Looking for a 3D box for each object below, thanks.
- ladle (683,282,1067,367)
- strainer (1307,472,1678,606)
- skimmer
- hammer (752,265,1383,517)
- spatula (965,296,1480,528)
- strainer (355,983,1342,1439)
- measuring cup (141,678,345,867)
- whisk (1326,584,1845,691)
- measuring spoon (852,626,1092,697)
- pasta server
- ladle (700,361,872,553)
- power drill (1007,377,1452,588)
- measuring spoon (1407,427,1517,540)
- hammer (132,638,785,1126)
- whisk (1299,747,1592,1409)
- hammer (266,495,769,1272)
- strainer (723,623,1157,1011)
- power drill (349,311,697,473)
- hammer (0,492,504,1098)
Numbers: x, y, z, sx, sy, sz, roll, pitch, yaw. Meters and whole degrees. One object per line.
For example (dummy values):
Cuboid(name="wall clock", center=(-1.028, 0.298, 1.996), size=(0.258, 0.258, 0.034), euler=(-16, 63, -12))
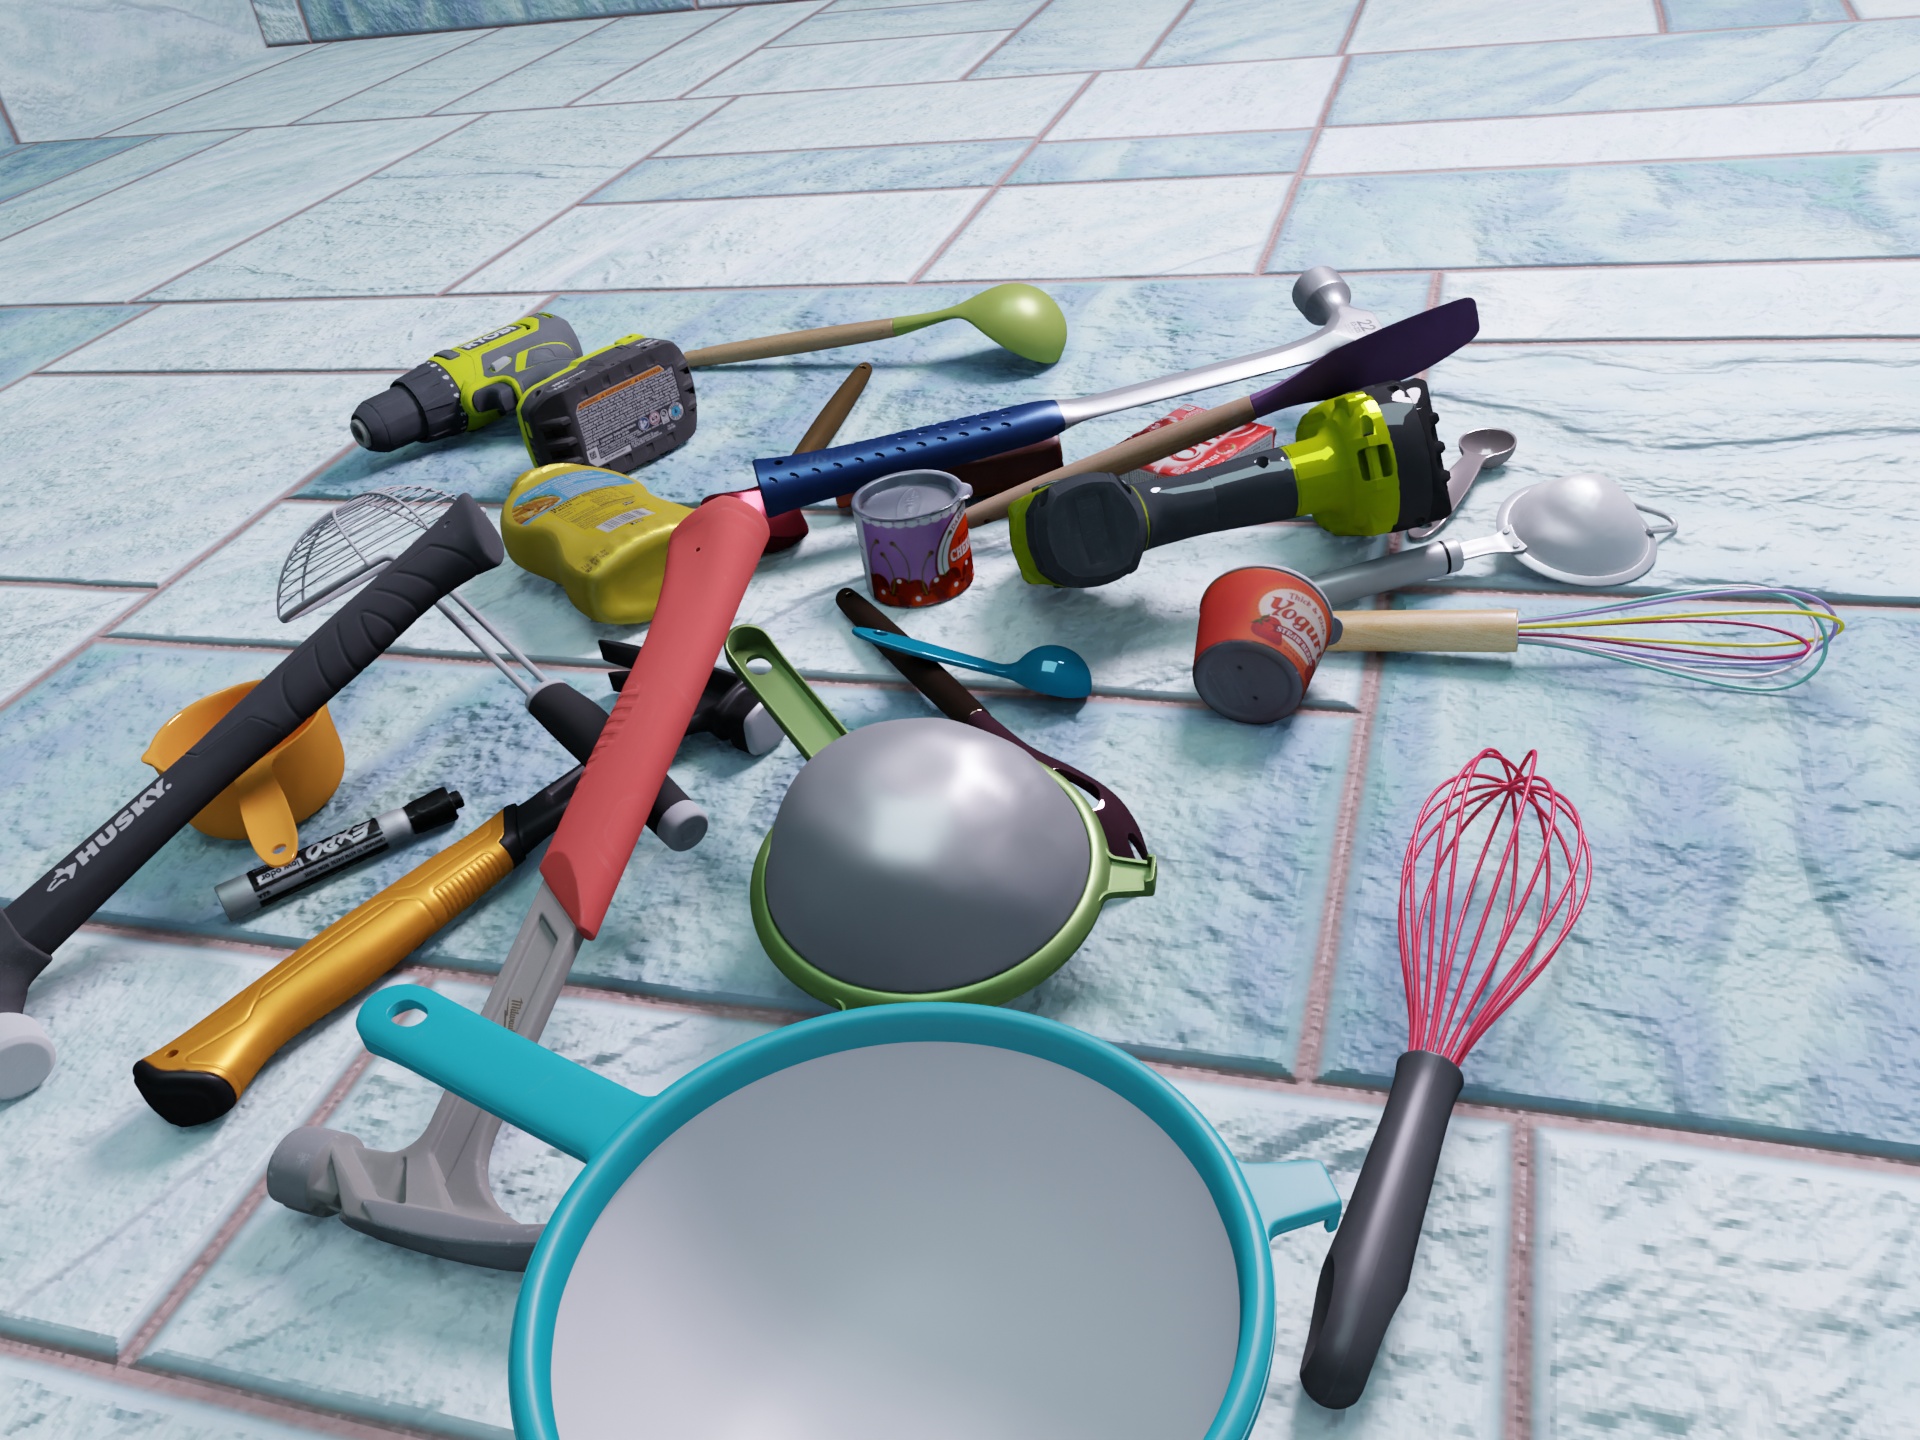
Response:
Cuboid(name="ladle", center=(-0.072, -0.293, 1.248), size=(0.320, 0.062, 0.078), euler=(-3, 24, 20))
Cuboid(name="strainer", center=(0.274, -0.092, 0.865), size=(0.258, 0.050, 0.087), euler=(-16, 49, -4))
Cuboid(name="skimmer", center=(-0.238, -0.024, 0.824), size=(0.127, 0.090, 0.364), euler=(-35, 53, -25))
Cuboid(name="hammer", center=(0.073, -0.190, 0.987), size=(0.405, 0.035, 0.144), euler=(-15, 47, -5))
Cuboid(name="spatula", center=(0.148, -0.173, 0.932), size=(0.316, 0.059, 0.018), euler=(-20, 64, 14))
Cuboid(name="strainer", center=(-0.068, 0.173, 0.499), size=(0.340, 0.095, 0.211), euler=(16, 40, 32))
Cuboid(name="measuring cup", center=(-0.347, 0.042, 0.799), size=(0.095, 0.052, 0.174), euler=(-23, 39, -20))
Cuboid(name="whisk", center=(0.300, -0.042, 0.789), size=(0.245, 0.051, 0.047), euler=(1, 14, 22))
Cuboid(name="measuring spoon", center=(0.007, -0.038, 0.824), size=(0.128, 0.021, 0.042), euler=(14, 18, 3))
Cuboid(name="pasta server", center=(-0.001, -0.003, 0.809), size=(0.060, 0.040, 0.316), euler=(-21, 32, -17))
Cuboid(name="ladle", center=(-0.106, -0.189, 1.103), size=(0.069, 0.031, 0.316), euler=(21, 35, 0))
Cuboid(name="power drill", center=(0.139, -0.123, 0.883), size=(0.223, 0.080, 0.171), euler=(-13, 7, -4))
Cuboid(name="measuring spoon", center=(0.297, -0.138, 0.951), size=(0.034, 0.018, 0.124), euler=(18, 49, 34))
Cuboid(name="hammer", center=(-0.235, 0.065, 0.752), size=(0.127, 0.034, 0.337), euler=(17, 42, 32))
Cuboid(name="whisk", center=(0.173, 0.112, 0.571), size=(0.073, 0.073, 0.296), euler=(10, 43, 26))
Cuboid(name="hammer", center=(-0.143, 0.046, 0.667), size=(0.149, 0.036, 0.359), euler=(4, 54, 20))
Cuboid(name="strainer", center=(-0.044, 0.013, 0.679), size=(0.151, 0.069, 0.257), euler=(-27, 47, -19))
Cuboid(name="power drill", center=(-0.326, -0.238, 1.186), size=(0.229, 0.080, 0.190), euler=(19, 43, 39))
Cuboid(name="hammer", center=(-0.349, 0.011, 0.754), size=(0.146, 0.035, 0.335), euler=(31, 70, 37))
